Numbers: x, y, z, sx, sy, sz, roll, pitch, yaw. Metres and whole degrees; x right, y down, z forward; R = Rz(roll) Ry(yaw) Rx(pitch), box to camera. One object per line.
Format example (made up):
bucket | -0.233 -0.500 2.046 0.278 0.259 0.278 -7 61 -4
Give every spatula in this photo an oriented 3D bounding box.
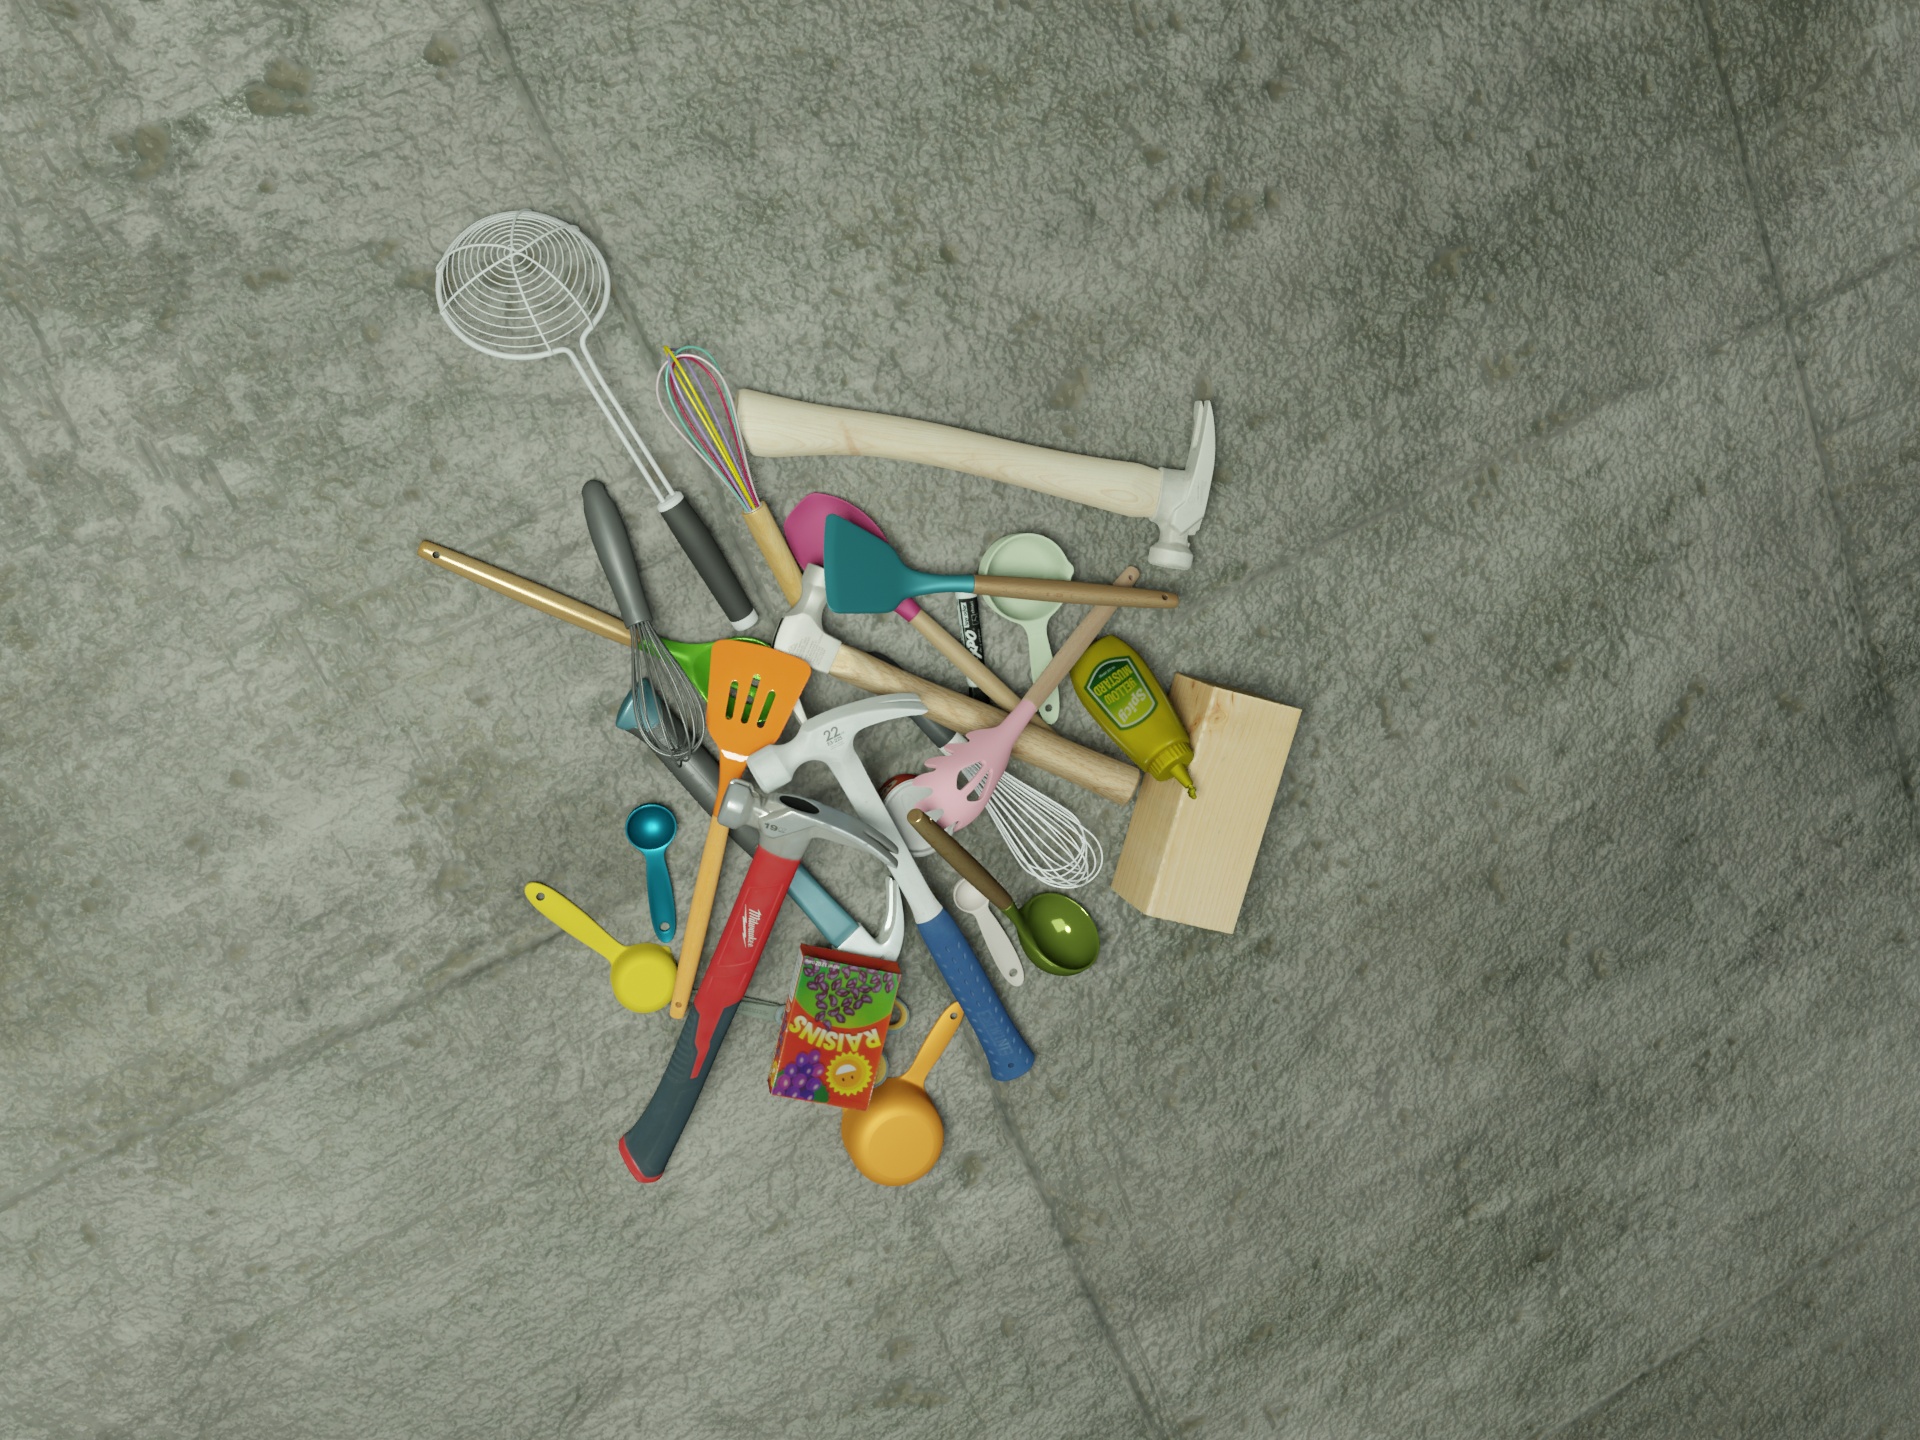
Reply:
spatula | -0.196 0.096 1.292 0.081 0.041 0.322 15 107 -2
spatula | 0.038 -0.112 1.307 0.317 0.044 0.082 3 73 -18

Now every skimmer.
skimmer | -0.269 -0.226 1.249 0.127 0.090 0.363 -39 119 -17

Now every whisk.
whisk | -0.254 -0.077 1.247 0.055 0.055 0.239 -19 86 -11
whisk | 0.015 0.044 1.368 0.070 0.070 0.284 -46 103 -3
whisk | -0.174 -0.189 1.264 0.051 0.047 0.244 -47 125 -33

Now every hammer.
hammer | -0.002 -0.004 1.318 0.331 0.031 0.130 24 90 -13
hammer | -0.025 0.152 1.335 0.144 0.035 0.405 -29 120 -4
hammer | -0.181 0.230 1.289 0.143 0.038 0.386 20 114 -9
hammer | 0.017 -0.230 1.323 0.410 0.038 0.146 8 97 -16
hammer | -0.170 0.101 1.331 0.128 0.033 0.330 -43 106 -11

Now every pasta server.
pasta server | 0.065 -0.027 1.309 0.060 0.040 0.316 50 54 -15

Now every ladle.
ladle | 0.038 0.135 1.303 0.062 0.078 0.319 -21 147 14

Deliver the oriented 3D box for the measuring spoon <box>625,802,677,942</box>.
measuring spoon | -0.254 0.126 1.331 0.042 0.021 0.128 -8 112 -12

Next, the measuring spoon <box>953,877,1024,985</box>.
measuring spoon | 0.026 0.187 1.420 0.034 0.018 0.124 -30 113 -8

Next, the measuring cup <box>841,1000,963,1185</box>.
measuring cup | -0.037 0.331 1.406 0.095 0.052 0.173 29 94 -18

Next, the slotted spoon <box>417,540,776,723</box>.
slotted spoon | -0.281 -0.077 1.276 0.313 0.031 0.070 23 91 -16

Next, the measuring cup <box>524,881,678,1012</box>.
measuring cup | -0.298 0.187 1.318 0.156 0.029 0.062 43 88 -20

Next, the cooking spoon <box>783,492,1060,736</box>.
cooking spoon | -0.020 -0.071 1.337 0.318 0.017 0.069 42 92 -11

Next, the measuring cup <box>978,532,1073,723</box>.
measuring cup | 0.060 -0.080 1.364 0.083 0.038 0.167 -14 106 -12
